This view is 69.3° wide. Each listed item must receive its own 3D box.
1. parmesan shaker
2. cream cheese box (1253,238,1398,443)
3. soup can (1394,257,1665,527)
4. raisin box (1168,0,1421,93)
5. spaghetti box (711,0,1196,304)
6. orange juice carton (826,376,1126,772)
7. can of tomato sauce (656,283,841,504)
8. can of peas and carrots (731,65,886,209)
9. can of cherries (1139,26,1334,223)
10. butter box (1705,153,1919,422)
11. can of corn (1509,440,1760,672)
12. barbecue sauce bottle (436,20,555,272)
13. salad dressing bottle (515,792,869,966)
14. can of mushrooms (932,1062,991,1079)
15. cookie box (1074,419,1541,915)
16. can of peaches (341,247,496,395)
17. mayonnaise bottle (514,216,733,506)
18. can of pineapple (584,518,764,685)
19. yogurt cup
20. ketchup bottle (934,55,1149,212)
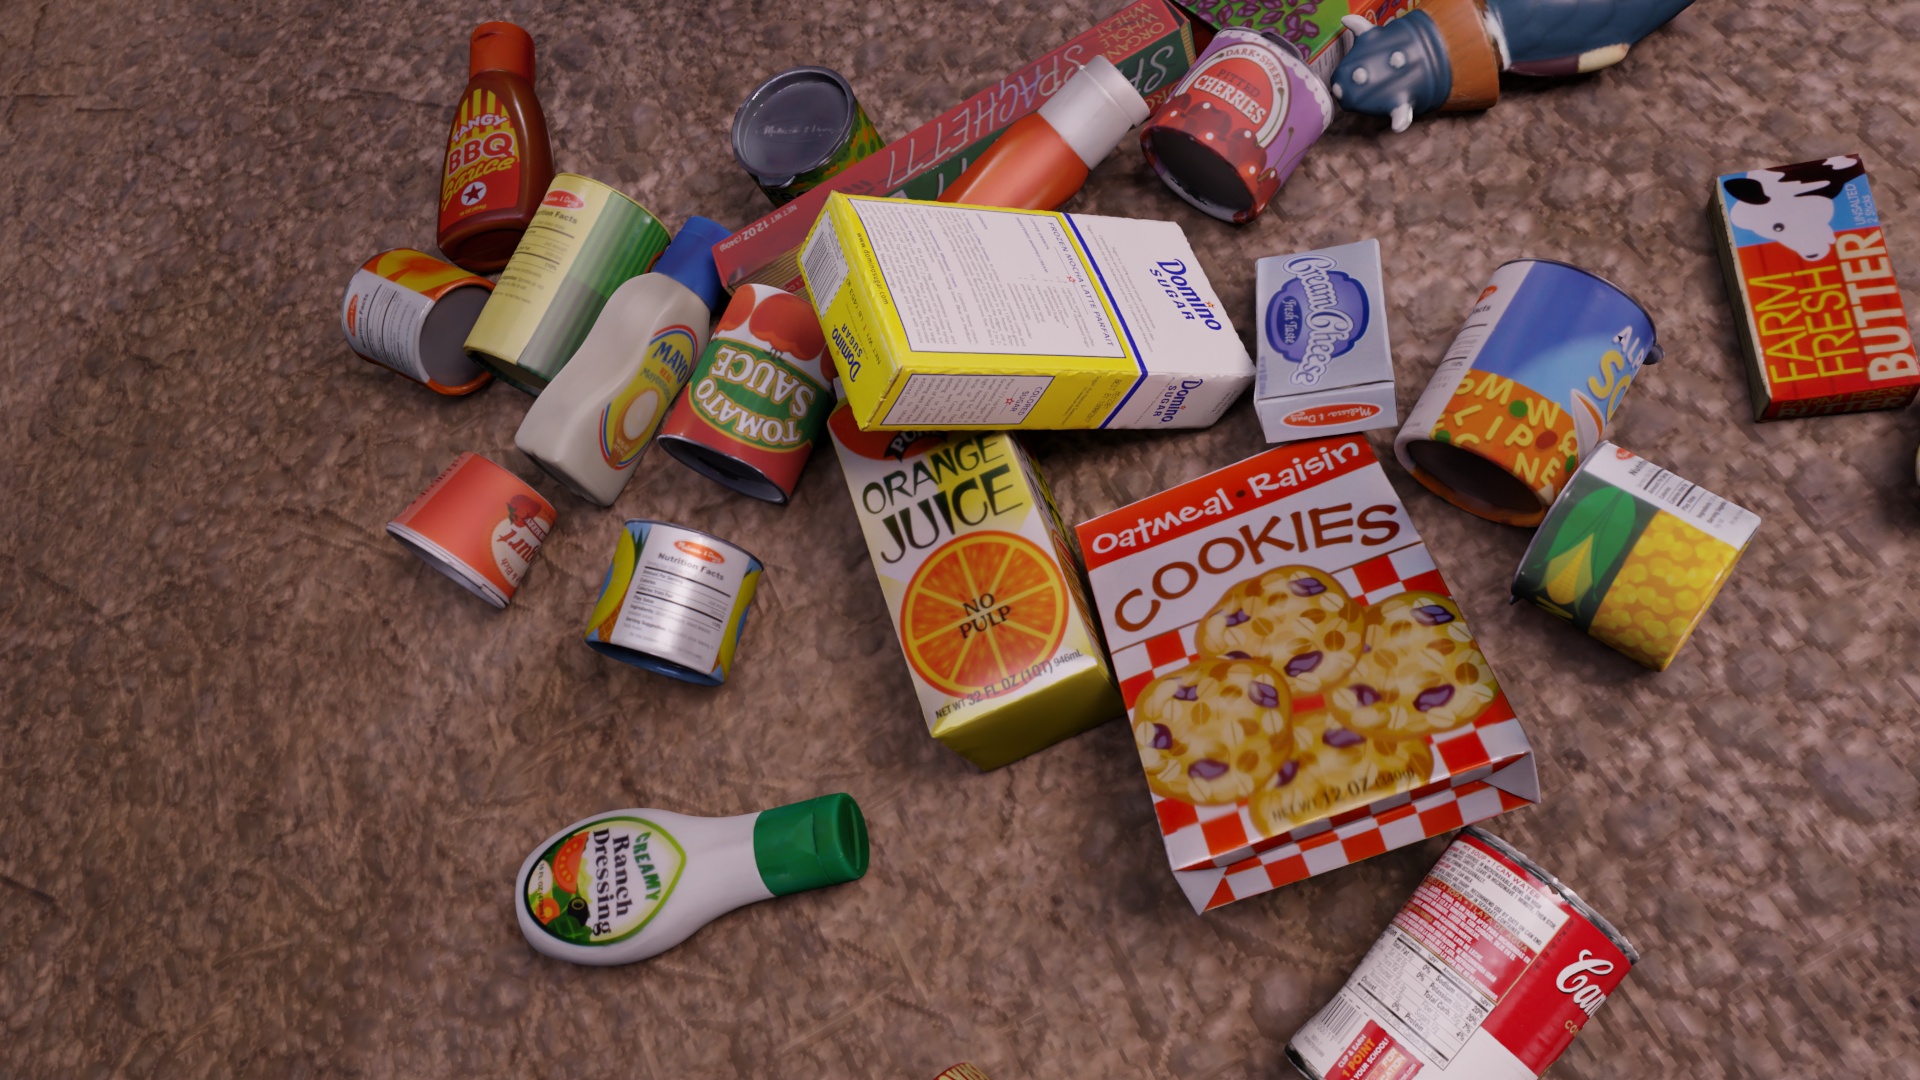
[{"bbox_3d":[-0.204,-0.127,0.716,0.071,0.071,0.103,19,77,25],"label":"parmesan shaker"},{"bbox_3d":[0.150,-0.085,0.575,0.053,0.024,0.104,-6,42,18],"label":"cream cheese box"},{"bbox_3d":[0.220,-0.055,0.538,0.071,0.071,0.084,29,81,27],"label":"soup can"},{"bbox_3d":[0.171,-0.269,0.657,0.123,0.040,0.086,-43,61,-2],"label":"raisin box"},{"bbox_3d":[-0.002,-0.181,0.676,0.250,0.050,0.029,-28,63,6],"label":"spaghetti box"},{"bbox_3d":[0.002,-0.007,0.591,0.072,0.073,0.193,-25,63,9],"label":"orange juice carton"},{"bbox_3d":[-0.093,-0.069,0.651,0.071,0.071,0.083,18,76,25],"label":"can of tomato sauce"},{"bbox_3d":[-0.073,-0.192,0.700,0.071,0.058,0.071,-7,68,17],"label":"can of peas and carrots"},{"bbox_3d":[0.123,-0.186,0.622,0.071,0.071,0.058,35,84,27],"label":"can of cherries"},{"bbox_3d":[0.330,-0.098,0.540,0.053,0.024,0.104,-7,67,17],"label":"butter box"},{"bbox_3d":[0.244,0.008,0.506,0.058,0.071,0.071,34,83,27],"label":"can of corn"},{"bbox_3d":[-0.262,-0.226,0.789,0.065,0.043,0.149,-14,65,15],"label":"barbecue sauce bottle"},{"bbox_3d":[-0.113,0.139,0.588,0.147,0.044,0.064,-15,64,13],"label":"salad dressing bottle"},{"bbox_3d":[-0.004,0.224,0.501,0.033,0.071,0.071,34,83,29],"label":"can of mushrooms"},{"bbox_3d":[0.121,0.041,0.520,0.123,0.040,0.168,-21,44,10],"label":"cookie box"},{"bbox_3d":[-0.280,-0.117,0.740,0.058,0.071,0.071,23,78,26],"label":"can of peaches"},{"bbox_3d":[-0.158,-0.092,0.689,0.041,0.064,0.148,24,75,23],"label":"mayonnaise bottle"},{"bbox_3d":[-0.129,0.029,0.628,0.071,0.071,0.058,10,73,22],"label":"can of pineapple"},{"bbox_3d":[-0.236,-0.007,0.680,0.072,0.072,0.054,24,71,26],"label":"yogurt cup"},{"bbox_3d":[0.020,-0.157,0.638,0.148,0.065,0.043,-43,98,11],"label":"ketchup bottle"}]
